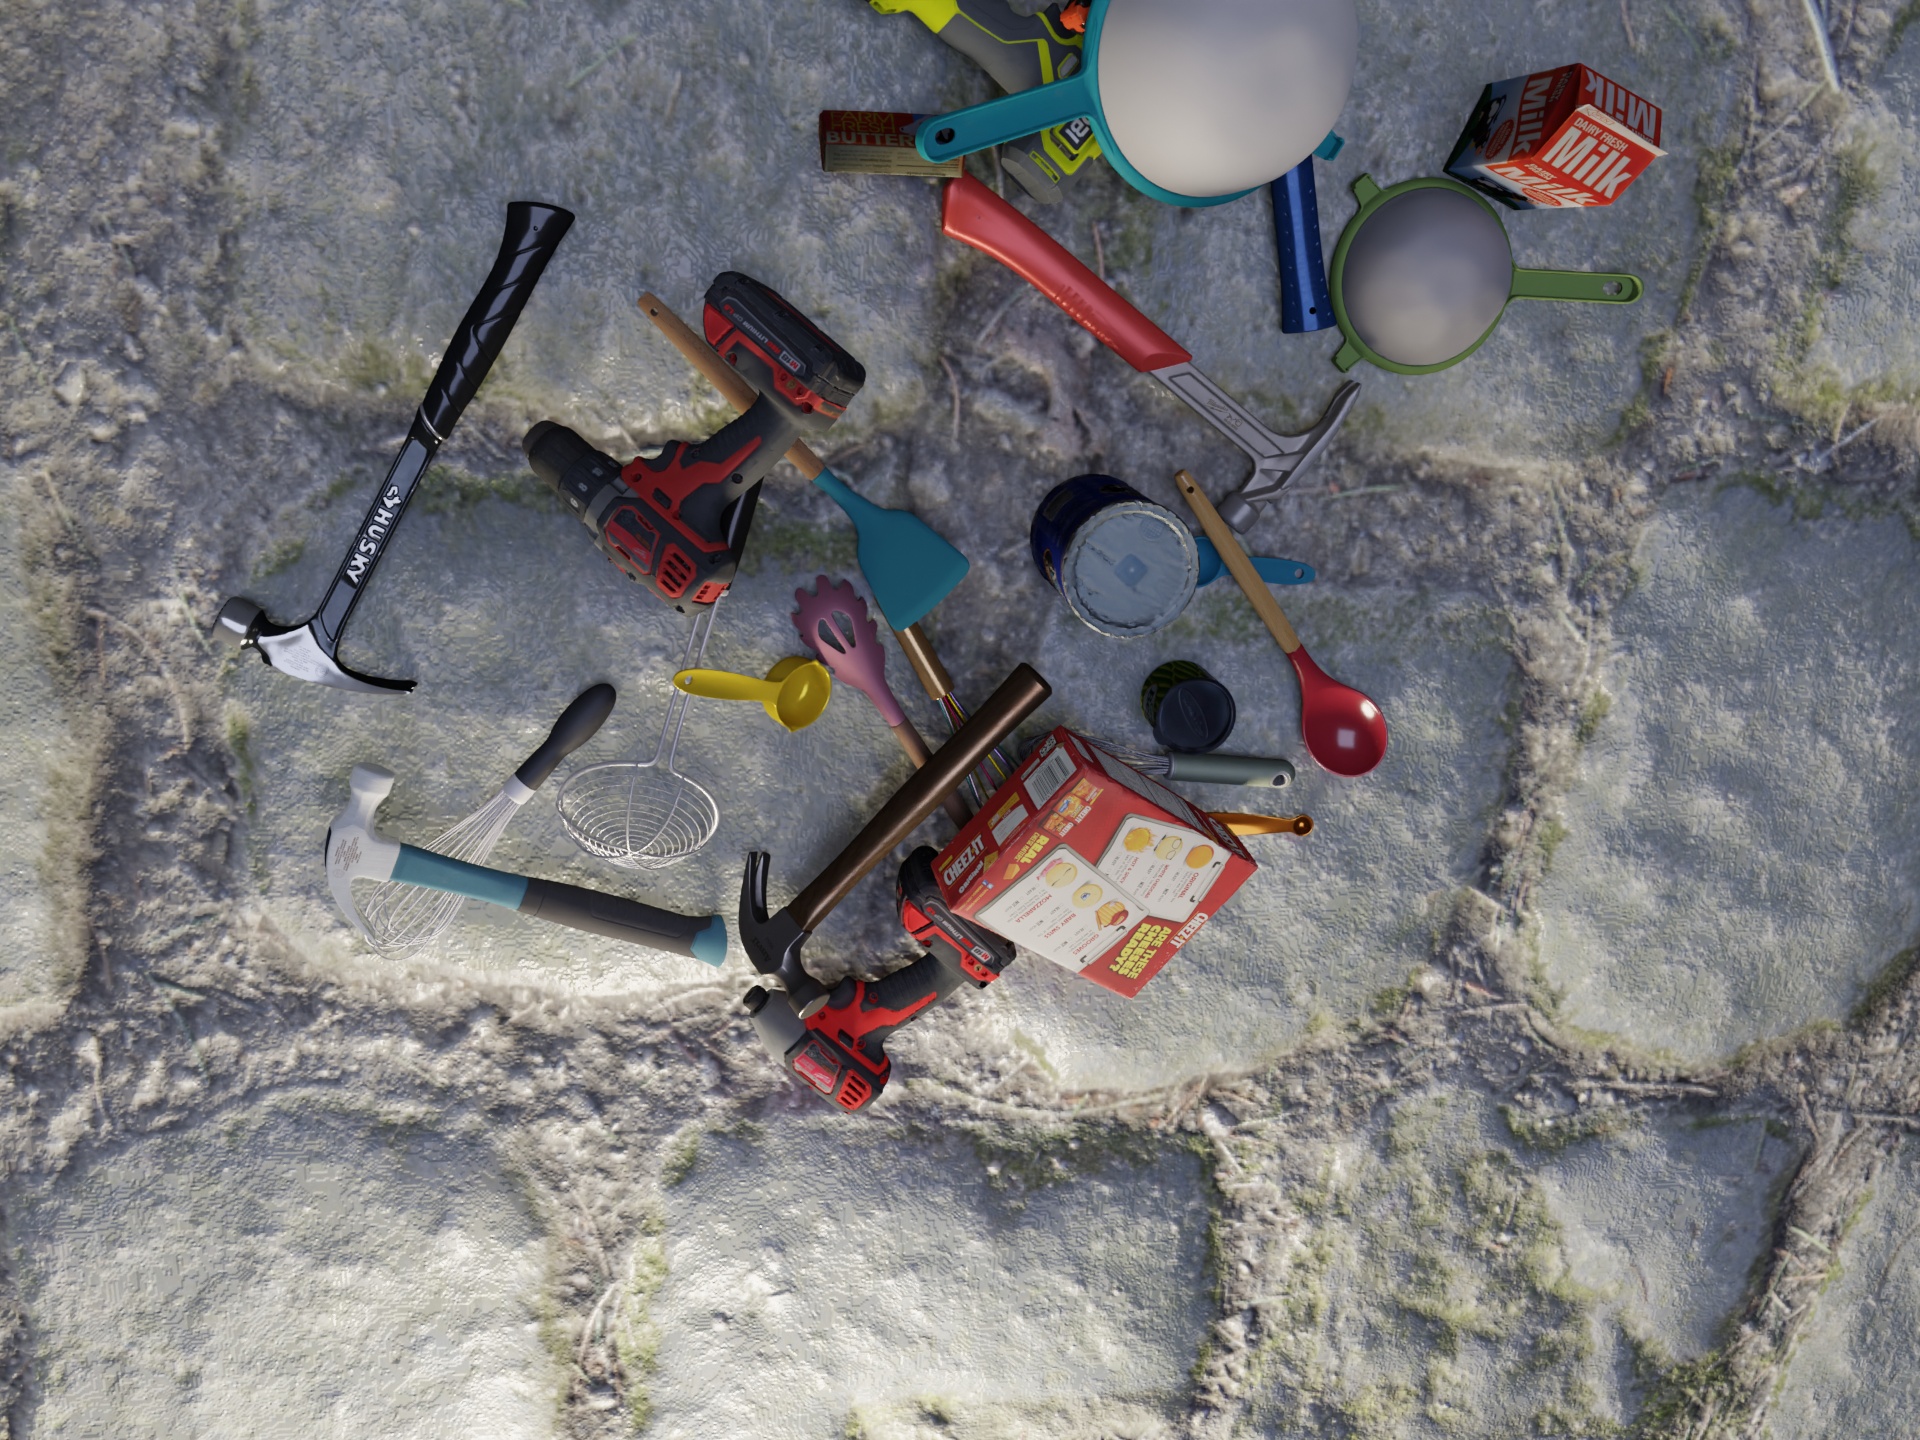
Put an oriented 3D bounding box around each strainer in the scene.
[{"bbox_3d":[0.420,-0.340,1.236,0.256,0.069,0.151,1,106,-7],"label":"strainer"},{"bbox_3d":[0.139,-0.428,1.068,0.340,0.095,0.210,-23,125,-15],"label":"strainer"}]

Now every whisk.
[{"bbox_3d":[0.166,0.037,1.328,0.246,0.059,0.057,4,126,-14],"label":"whisk"},{"bbox_3d":[-0.372,0.077,1.262,0.070,0.070,0.284,42,92,-17],"label":"whisk"},{"bbox_3d":[-0.001,-0.004,1.294,0.051,0.047,0.245,-29,105,3],"label":"whisk"}]

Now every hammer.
[{"bbox_3d":[0.137,-0.305,1.223,0.359,0.037,0.149,36,101,-16],"label":"hammer"},{"bbox_3d":[-0.054,0.079,1.271,0.331,0.031,0.130,-46,68,10],"label":"hammer"},{"bbox_3d":[-0.332,0.138,1.251,0.330,0.033,0.128,20,97,-29],"label":"hammer"},{"bbox_3d":[-0.397,-0.201,1.182,0.149,0.036,0.409,29,100,-16],"label":"hammer"},{"bbox_3d":[0.232,-0.494,1.182,0.144,0.035,0.405,-12,108,-5],"label":"hammer"}]

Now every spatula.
[{"bbox_3d":[-0.127,-0.205,1.214,0.082,0.044,0.317,-41,107,18],"label":"spatula"}]

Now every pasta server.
[{"bbox_3d":[-0.038,0.019,1.305,0.060,0.040,0.316,-32,112,2],"label":"pasta server"}]

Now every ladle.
[{"bbox_3d":[0.259,-0.078,1.302,0.069,0.031,0.315,-34,113,8],"label":"ladle"}]

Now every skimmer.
[{"bbox_3d":[-0.215,-0.049,1.242,0.127,0.090,0.363,16,98,-18],"label":"skimmer"}]

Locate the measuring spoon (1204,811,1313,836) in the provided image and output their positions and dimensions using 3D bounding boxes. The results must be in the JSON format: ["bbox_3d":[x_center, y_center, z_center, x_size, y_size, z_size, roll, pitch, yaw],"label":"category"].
[{"bbox_3d":[0.247,0.088,1.374,0.117,0.011,0.021,2,108,-5],"label":"measuring spoon"}]

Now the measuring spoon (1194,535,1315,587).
[{"bbox_3d":[0.231,-0.127,1.306,0.128,0.021,0.042,5,105,-19],"label":"measuring spoon"}]

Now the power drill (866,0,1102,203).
[{"bbox_3d":[0.043,-0.509,1.132,0.223,0.080,0.171,40,91,-20],"label":"power drill"}]

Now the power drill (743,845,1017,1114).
[{"bbox_3d":[-0.070,0.218,1.335,0.143,0.079,0.219,42,100,-17],"label":"power drill"}]

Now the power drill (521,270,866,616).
[{"bbox_3d":[-0.199,-0.213,1.153,0.188,0.080,0.226,41,103,9],"label":"power drill"}]

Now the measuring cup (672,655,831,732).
[{"bbox_3d":[-0.165,-0.028,1.228,0.156,0.029,0.062,8,106,-48],"label":"measuring cup"}]
